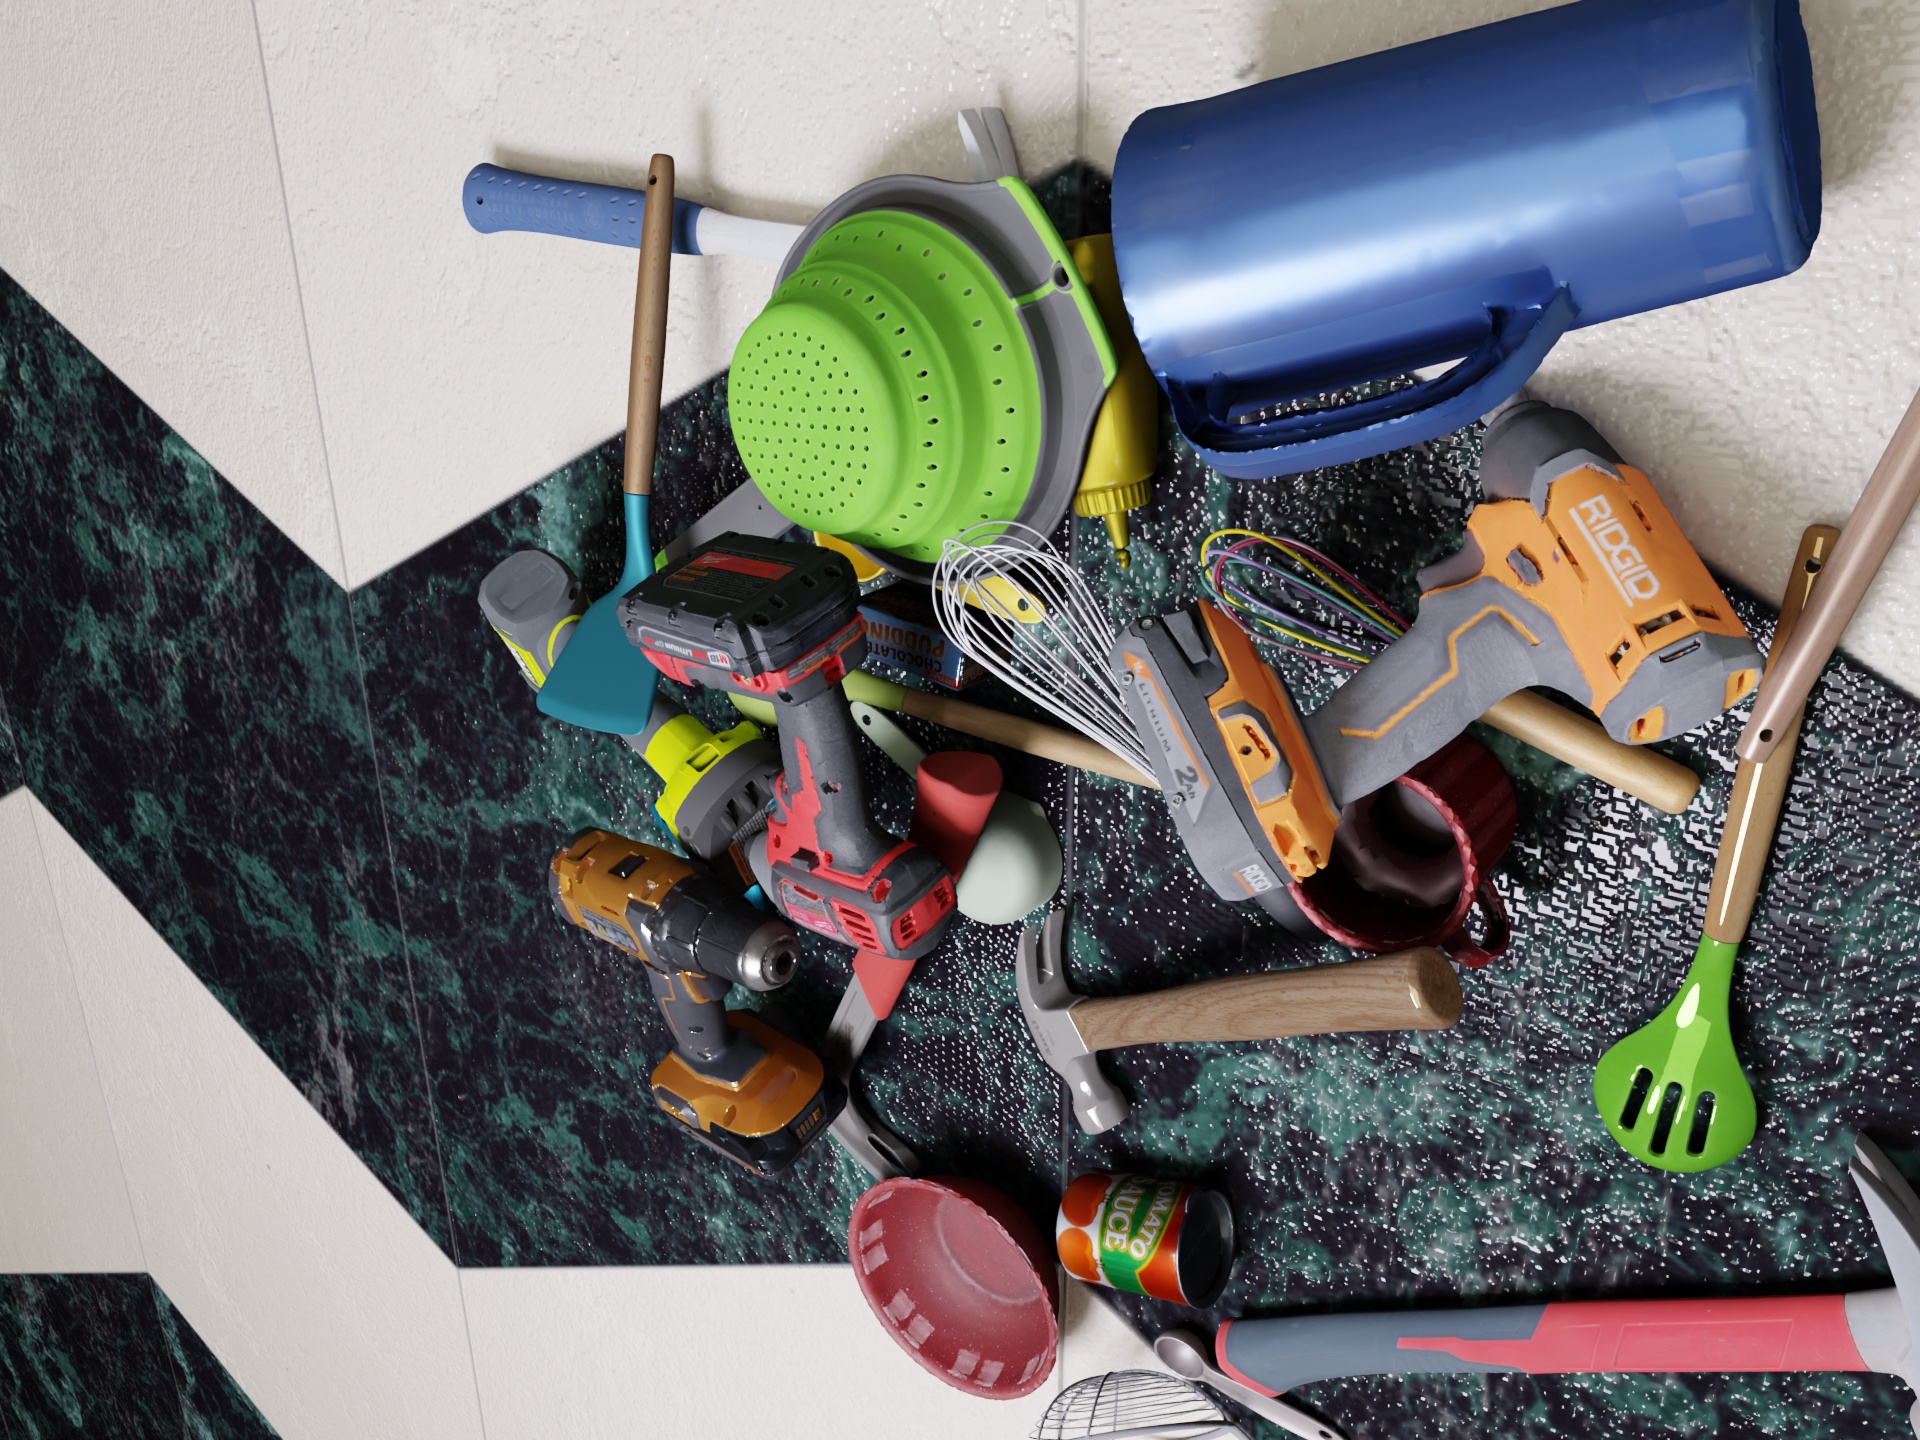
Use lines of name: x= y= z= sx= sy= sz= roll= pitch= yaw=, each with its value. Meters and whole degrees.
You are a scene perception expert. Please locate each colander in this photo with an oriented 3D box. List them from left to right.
colander: x=-0.095 y=-0.129 z=0.835 sx=0.397 sy=0.094 sz=0.204 roll=-27 pitch=91 yaw=47

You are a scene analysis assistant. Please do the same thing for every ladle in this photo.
ladle: x=-0.001 y=-0.003 z=0.902 sx=0.320 sy=0.062 sz=0.078 roll=16 pitch=89 yaw=24

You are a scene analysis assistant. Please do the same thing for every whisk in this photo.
whisk: x=0.092 y=0.012 z=0.781 sx=0.284 sy=0.070 sz=0.070 roll=45 pitch=132 yaw=-12
whisk: x=0.214 y=-0.025 z=0.722 sx=0.245 sy=0.051 sz=0.047 roll=30 pitch=118 yaw=21

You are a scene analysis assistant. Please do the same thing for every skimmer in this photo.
skimmer: x=0.208 y=0.483 z=0.903 sx=0.363 sy=0.090 sz=0.127 roll=26 pitch=160 yaw=23

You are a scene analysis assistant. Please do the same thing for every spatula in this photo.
spatula: x=-0.184 y=-0.153 z=0.890 sx=0.082 sy=0.044 sz=0.317 roll=13 pitch=103 yaw=28

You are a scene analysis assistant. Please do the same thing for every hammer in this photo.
hammer: x=-0.133 y=-0.278 z=0.889 sx=0.406 sy=0.035 sz=0.144 roll=18 pitch=119 yaw=31
hammer: x=-0.038 y=0.148 z=0.954 sx=0.149 sy=0.037 sz=0.358 roll=43 pitch=138 yaw=17
hammer: x=0.123 y=0.145 z=0.803 sx=0.130 sy=0.031 sz=0.331 roll=62 pitch=150 yaw=-1
hammer: x=0.287 y=0.297 z=0.801 sx=0.386 sy=0.038 sz=0.143 roll=-21 pitch=93 yaw=41

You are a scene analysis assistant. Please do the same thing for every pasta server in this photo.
pasta server: x=0.354 y=-0.119 z=0.567 sx=0.060 sy=0.040 sz=0.316 roll=22 pitch=117 yaw=13

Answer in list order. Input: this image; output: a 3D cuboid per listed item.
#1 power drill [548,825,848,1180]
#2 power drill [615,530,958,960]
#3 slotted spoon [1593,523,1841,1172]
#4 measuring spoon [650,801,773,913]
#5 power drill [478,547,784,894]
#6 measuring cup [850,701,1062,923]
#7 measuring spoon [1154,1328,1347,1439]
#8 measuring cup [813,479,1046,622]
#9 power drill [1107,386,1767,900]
power drill: x=-0.142 y=0.175 z=0.960 sx=0.185 sy=0.084 sz=0.226 roll=15 pitch=135 yaw=40
power drill: x=-0.088 y=0.019 z=0.827 sx=0.143 sy=0.078 sz=0.219 roll=14 pitch=132 yaw=44
slotted spoon: x=0.330 y=0.069 z=0.682 sx=0.070 sy=0.031 sz=0.313 roll=16 pitch=116 yaw=30
measuring spoon: x=-0.166 y=0.091 z=1.082 sx=0.129 sy=0.021 sz=0.042 roll=37 pitch=128 yaw=31
power drill: x=-0.197 y=0.005 z=1.002 sx=0.223 sy=0.080 sz=0.171 roll=41 pitch=164 yaw=17
measuring cup: x=-0.014 y=0.051 z=0.929 sx=0.168 sy=0.038 sz=0.083 roll=44 pitch=129 yaw=13
measuring spoon: x=0.174 y=0.397 z=0.947 sx=0.124 sy=0.018 sz=0.034 roll=23 pitch=131 yaw=21
measuring cup: x=-0.013 y=-0.090 z=0.881 sx=0.157 sy=0.029 sz=0.062 roll=26 pitch=122 yaw=24
power drill: x=0.182 y=-0.037 z=0.659 sx=0.226 sy=0.084 sz=0.164 roll=-26 pitch=62 yaw=12
